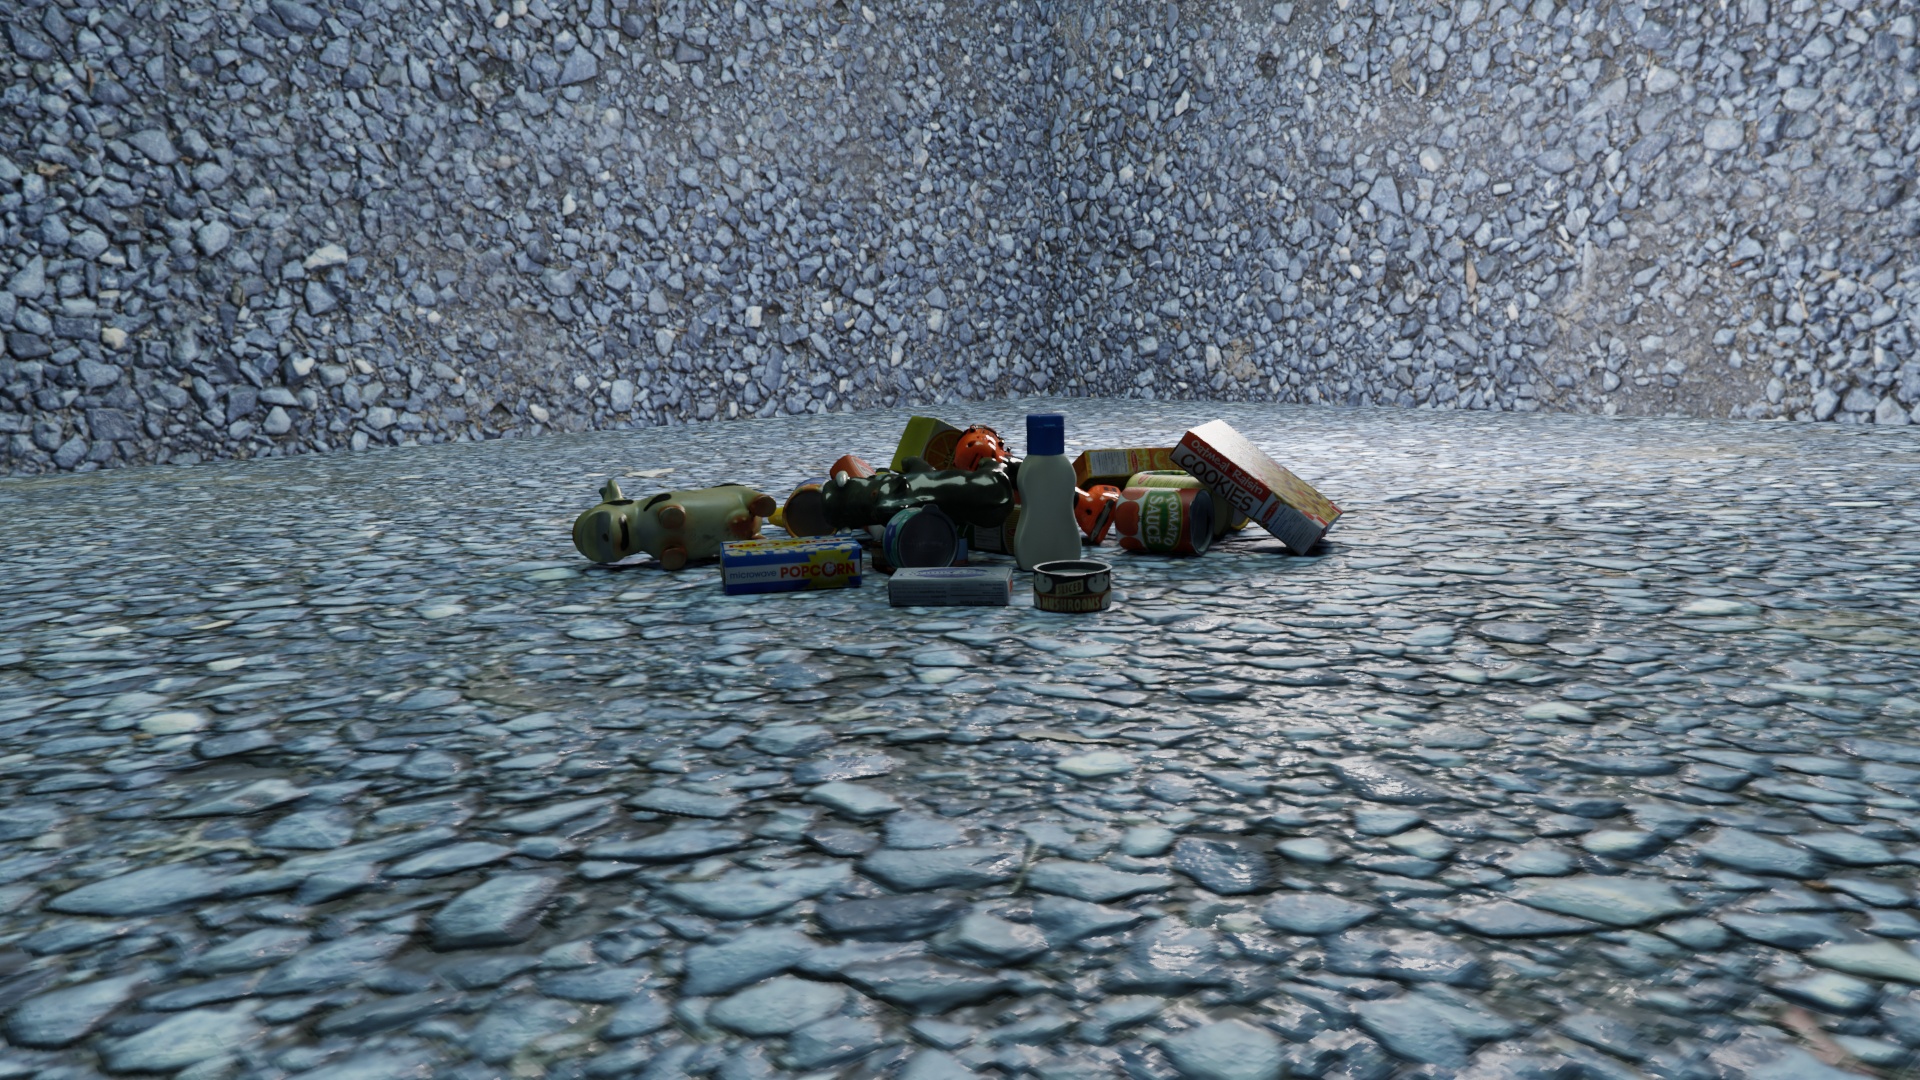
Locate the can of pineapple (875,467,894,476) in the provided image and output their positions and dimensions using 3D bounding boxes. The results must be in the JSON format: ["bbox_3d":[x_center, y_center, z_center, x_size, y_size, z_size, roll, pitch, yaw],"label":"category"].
[{"bbox_3d":[-0.080,-0.046,1.599,0.071,0.071,0.058,-6,10,-26],"label":"can of pineapple"}]

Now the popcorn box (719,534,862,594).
[{"bbox_3d":[-0.159,0.021,1.291,0.127,0.038,0.085,-4,8,-11],"label":"popcorn box"}]

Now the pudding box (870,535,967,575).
[{"bbox_3d":[-0.040,0.012,1.352,0.084,0.030,0.049,-7,12,-31],"label":"pudding box"}]

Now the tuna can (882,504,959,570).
[{"bbox_3d":[-0.037,0.000,1.299,0.071,0.071,0.033,-6,9,-29],"label":"tuna can"}]

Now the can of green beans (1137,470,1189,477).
[{"bbox_3d":[0.236,-0.049,1.600,0.071,0.057,0.071,-1,9,0],"label":"can of green beans"}]

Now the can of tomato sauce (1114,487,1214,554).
[{"bbox_3d":[0.205,-0.021,1.402,0.083,0.071,0.071,3,10,31],"label":"can of tomato sauce"}]

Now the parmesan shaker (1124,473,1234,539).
[{"bbox_3d":[0.234,-0.035,1.497,0.103,0.071,0.071,6,11,36],"label":"parmesan shaker"}]

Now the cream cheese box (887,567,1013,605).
[{"bbox_3d":[-0.008,0.039,1.195,0.104,0.024,0.053,-1,9,6],"label":"cream cheese box"}]

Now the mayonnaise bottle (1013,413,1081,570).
[{"bbox_3d":[0.082,-0.047,1.326,0.065,0.147,0.041,-3,8,-9],"label":"mayonnaise bottle"}]

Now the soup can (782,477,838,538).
[{"bbox_3d":[-0.163,-0.031,1.539,0.071,0.071,0.084,-2,9,0],"label":"soup can"}]

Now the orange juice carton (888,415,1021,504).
[{"bbox_3d":[0.021,-0.077,1.650,0.192,0.073,0.072,24,-4,-26],"label":"orange juice carton"}]

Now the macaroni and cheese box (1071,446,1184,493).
[{"bbox_3d":[0.223,-0.086,1.768,0.167,0.040,0.123,-4,-12,-12],"label":"macaroni and cheese box"}]

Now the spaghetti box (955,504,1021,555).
[{"bbox_3d":[0.005,-0.018,1.474,0.029,0.050,0.250,-7,10,-43],"label":"spaghetti box"}]

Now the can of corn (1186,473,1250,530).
[{"bbox_3d":[0.285,-0.044,1.545,0.058,0.071,0.071,7,12,42],"label":"can of corn"}]

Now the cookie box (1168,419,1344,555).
[{"bbox_3d":[0.306,-0.057,1.434,0.167,0.040,0.123,39,23,15],"label":"cookie box"}]

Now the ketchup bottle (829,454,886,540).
[{"bbox_3d":[-0.093,-0.036,1.485,0.064,0.043,0.149,41,8,-37],"label":"ketchup bottle"}]

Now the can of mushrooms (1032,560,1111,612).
[{"bbox_3d":[0.093,0.038,1.158,0.071,0.033,0.071,-1,9,0],"label":"can of mushrooms"}]
